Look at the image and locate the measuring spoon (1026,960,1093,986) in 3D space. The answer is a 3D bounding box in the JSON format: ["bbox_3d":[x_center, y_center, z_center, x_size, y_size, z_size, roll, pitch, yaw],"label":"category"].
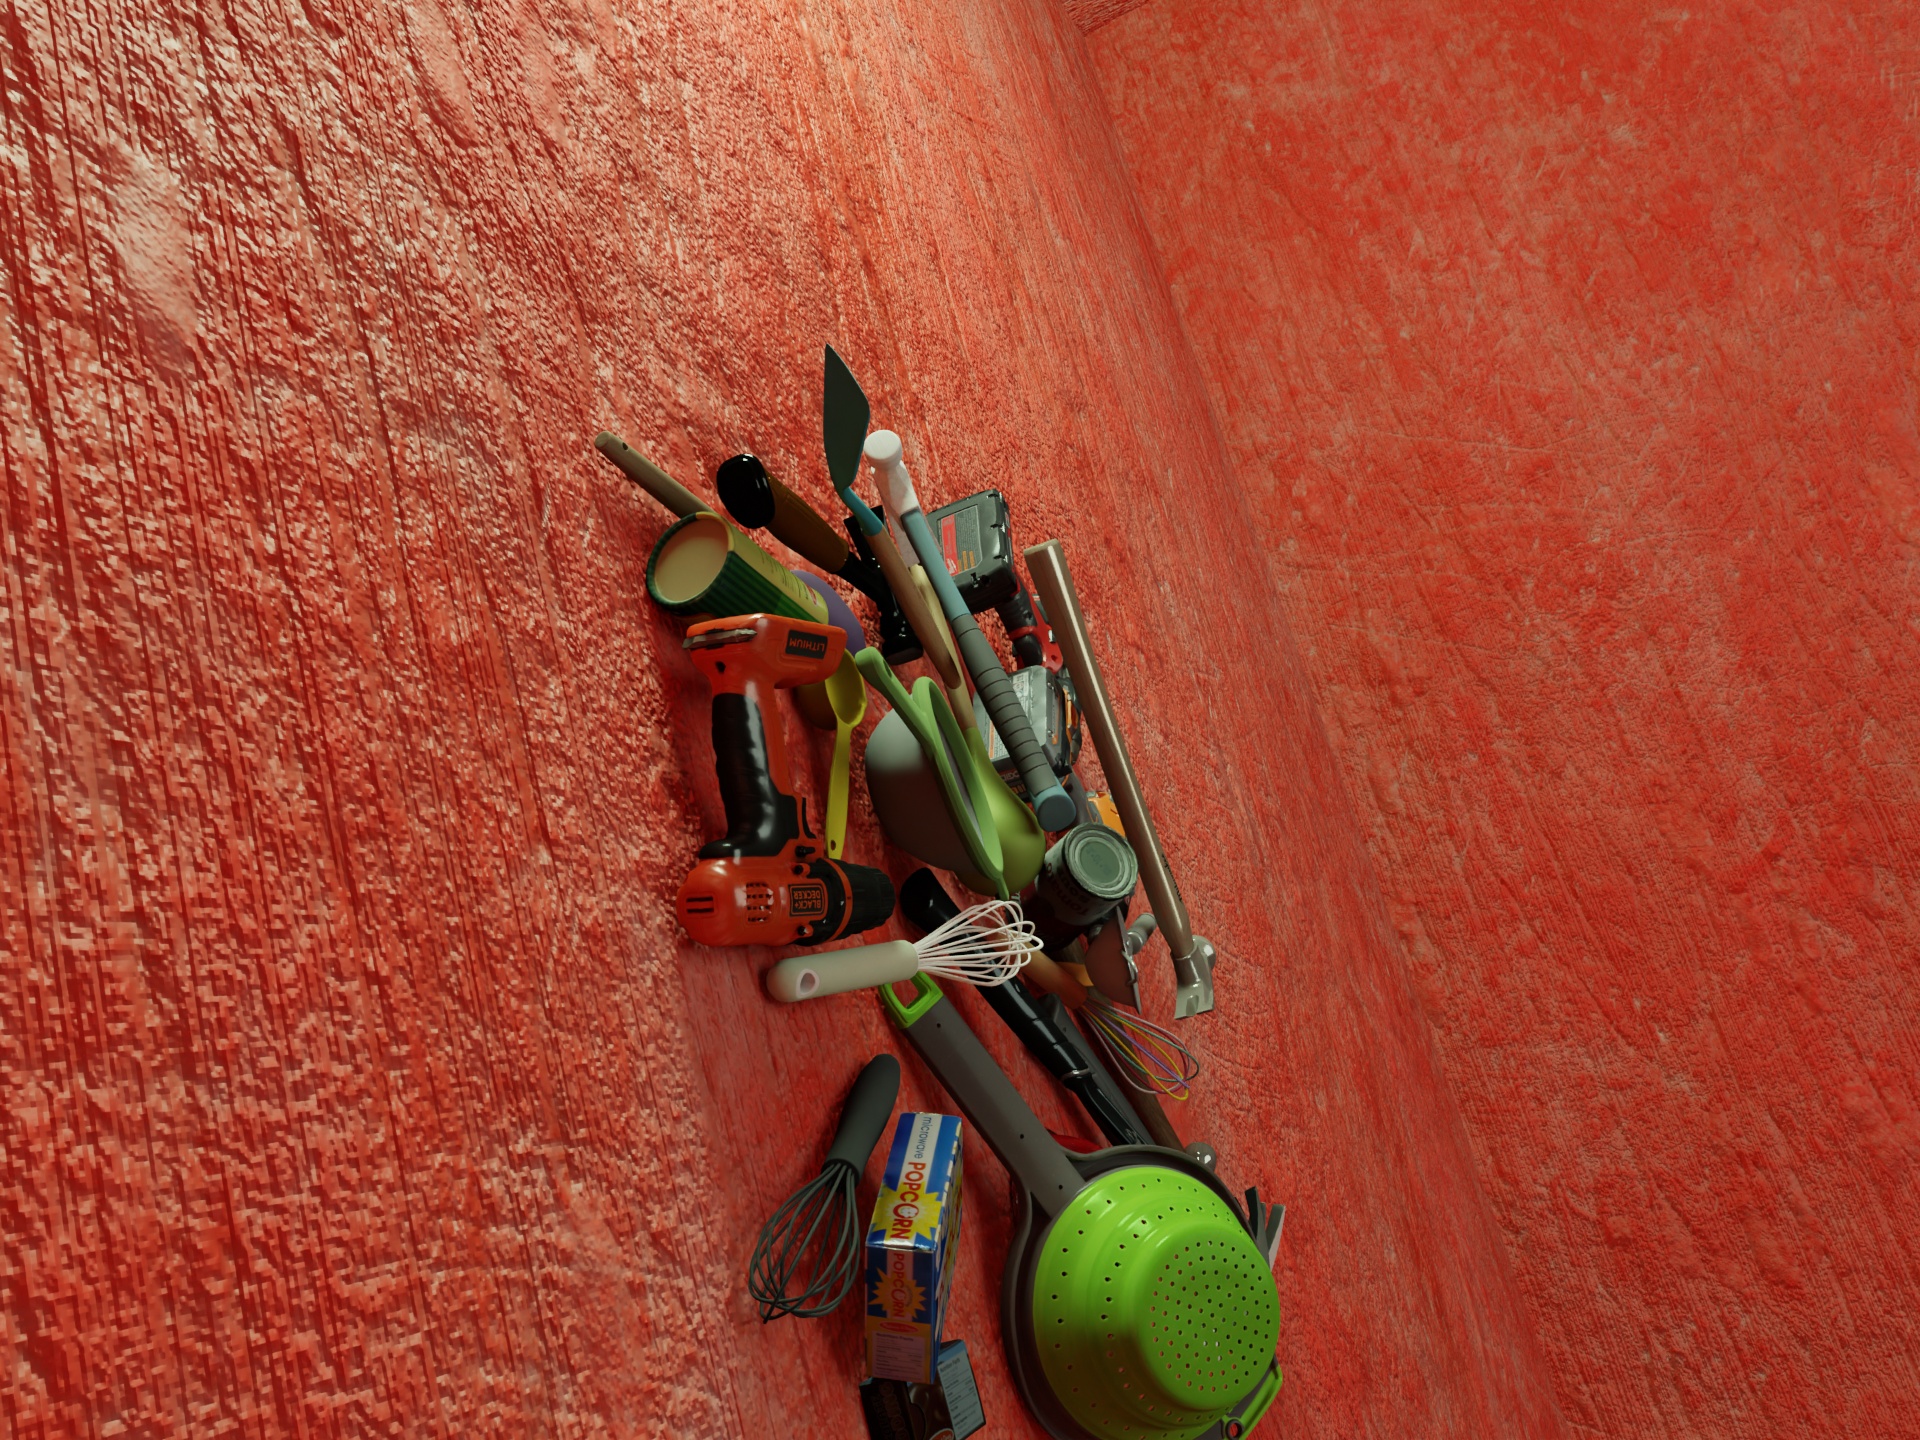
[{"bbox_3d":[0.098,0.207,1.293,0.116,0.011,0.021,10,69,-39],"label":"measuring spoon"}]

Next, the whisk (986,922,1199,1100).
[{"bbox_3d":[0.109,0.234,1.266,0.244,0.051,0.047,41,50,-27],"label":"whisk"}]

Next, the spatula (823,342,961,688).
[{"bbox_3d":[-0.044,-0.125,1.142,0.082,0.044,0.317,58,-3,41],"label":"spatula"}]

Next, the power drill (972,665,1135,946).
[{"bbox_3d":[0.088,0.082,1.367,0.164,0.084,0.226,-87,152,-47],"label":"power drill"}]

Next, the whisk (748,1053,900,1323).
[{"bbox_3d":[-0.065,0.246,0.872,0.055,0.055,0.239,64,17,-12],"label":"whisk"}]

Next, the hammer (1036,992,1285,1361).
[{"bbox_3d":[0.152,0.349,1.270,0.146,0.035,0.334,-47,112,-36],"label":"hammer"}]

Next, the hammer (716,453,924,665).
[{"bbox_3d":[-0.094,-0.126,1.096,0.336,0.034,0.127,31,41,-75],"label":"hammer"}]

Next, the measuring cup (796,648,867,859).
[{"bbox_3d":[-0.091,0.024,1.067,0.062,0.029,0.157,40,46,-55],"label":"measuring cup"}]

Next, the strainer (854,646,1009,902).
[{"bbox_3d":[-0.042,0.027,1.070,0.256,0.069,0.152,56,15,-58],"label":"strainer"}]

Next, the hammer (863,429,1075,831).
[{"bbox_3d":[0.007,-0.064,1.237,0.128,0.033,0.331,72,-7,-70],"label":"hammer"}]

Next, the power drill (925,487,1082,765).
[{"bbox_3d":[0.050,-0.078,1.438,0.226,0.080,0.188,50,28,-47],"label":"power drill"}]

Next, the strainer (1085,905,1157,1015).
[{"bbox_3d":[0.138,0.187,1.309,0.258,0.050,0.087,-9,88,-76],"label":"strainer"}]

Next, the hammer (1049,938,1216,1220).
[{"bbox_3d":[0.138,0.291,1.352,0.331,0.031,0.130,63,21,-14],"label":"hammer"}]

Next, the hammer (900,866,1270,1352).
[{"bbox_3d":[0.096,0.265,1.140,0.409,0.036,0.149,50,21,-9],"label":"hammer"}]

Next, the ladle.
[{"bbox_3d":[-0.002,-0.004,1.281,0.062,0.078,0.320,112,-32,-50],"label":"ladle"}]

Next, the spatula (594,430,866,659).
[{"bbox_3d":[-0.142,-0.112,1.070,0.315,0.018,0.060,38,36,-56],"label":"spatula"}]

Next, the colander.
[{"bbox_3d":[0.087,0.312,1.014,0.204,0.094,0.397,-39,94,-28],"label":"colander"}]

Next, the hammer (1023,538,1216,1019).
[{"bbox_3d":[0.133,0.048,1.327,0.146,0.038,0.410,-49,120,-76],"label":"hammer"}]

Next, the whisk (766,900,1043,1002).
[{"bbox_3d":[-0.031,0.149,0.997,0.246,0.059,0.058,0,98,-52],"label":"whisk"}]
